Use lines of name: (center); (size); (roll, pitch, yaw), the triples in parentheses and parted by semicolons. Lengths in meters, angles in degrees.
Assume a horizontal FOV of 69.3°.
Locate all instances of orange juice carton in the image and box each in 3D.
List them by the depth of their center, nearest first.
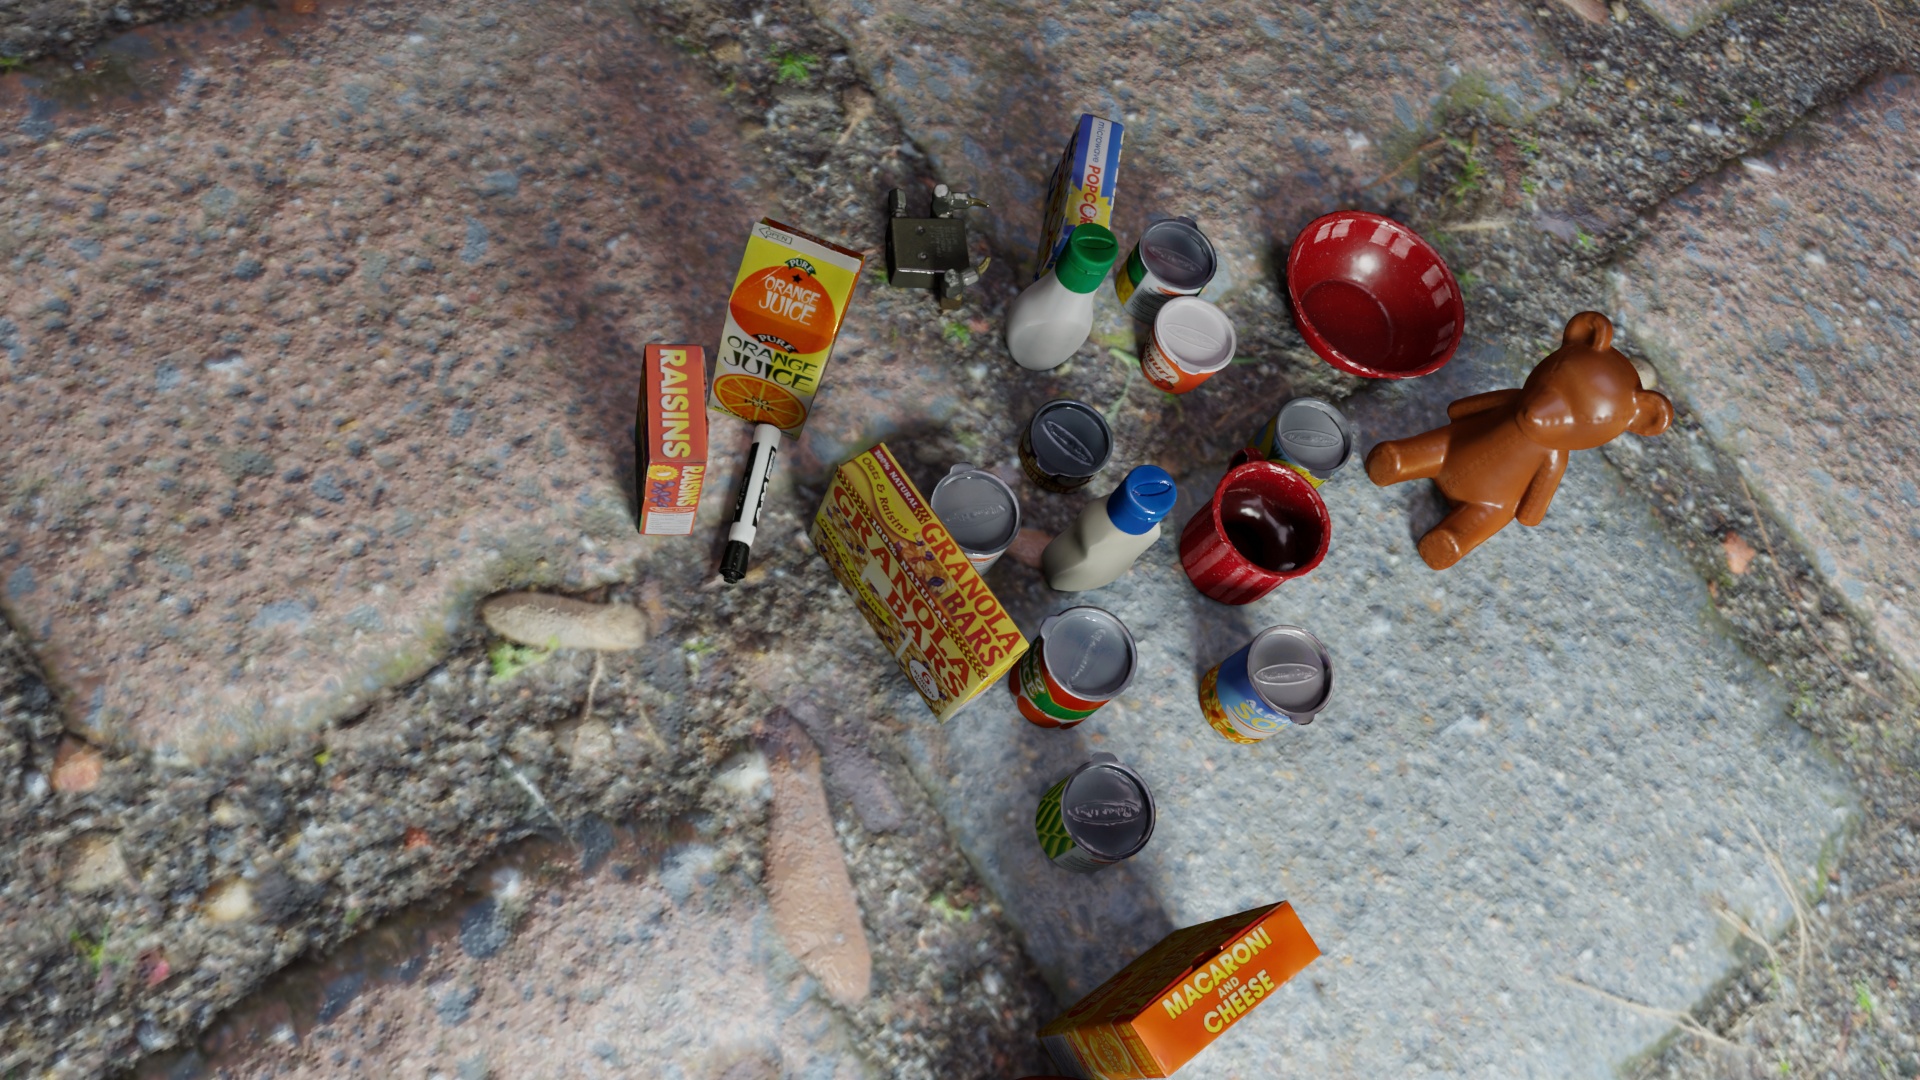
orange juice carton: (-0.118, -0.149, 0.940); (0.072, 0.192, 0.073); (20, 64, -7)

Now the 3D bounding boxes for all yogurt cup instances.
yogurt cup: (0.177, -0.152, 1.103); (0.072, 0.053, 0.072); (6, 66, -13)

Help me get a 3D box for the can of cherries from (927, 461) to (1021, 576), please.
can of cherries: (0.004, -0.012, 0.991); (0.071, 0.058, 0.072); (6, 66, -13)

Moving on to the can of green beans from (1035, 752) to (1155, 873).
can of green beans: (0.090, 0.186, 0.932); (0.071, 0.057, 0.071); (6, 66, -13)

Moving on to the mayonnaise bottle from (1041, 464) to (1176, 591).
mayonnaise bottle: (0.106, -0.007, 0.968); (0.065, 0.147, 0.041); (-8, 71, -19)

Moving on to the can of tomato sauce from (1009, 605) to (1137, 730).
can of tomato sauce: (0.074, 0.089, 0.955); (0.071, 0.082, 0.071); (6, 67, -13)

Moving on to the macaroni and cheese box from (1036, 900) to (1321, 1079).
macaroni and cheese box: (0.127, 0.276, 0.843); (0.124, 0.165, 0.040); (-28, 78, -24)

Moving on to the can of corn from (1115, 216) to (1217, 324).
can of corn: (0.166, -0.218, 1.125); (0.071, 0.058, 0.071); (6, 66, -13)

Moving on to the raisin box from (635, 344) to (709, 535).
raisin box: (-0.192, -0.064, 0.921); (0.040, 0.123, 0.086); (0, 68, -16)

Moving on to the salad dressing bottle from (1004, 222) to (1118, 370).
salad dressing bottle: (0.076, -0.180, 1.033); (0.064, 0.147, 0.044); (2, 68, -15)

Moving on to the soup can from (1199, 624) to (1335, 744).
soup can: (0.217, 0.107, 0.987); (0.071, 0.083, 0.071); (6, 67, -13)

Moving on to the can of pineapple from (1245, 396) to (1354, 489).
can of pineapple: (0.265, -0.070, 1.090); (0.071, 0.057, 0.071); (6, 66, -13)

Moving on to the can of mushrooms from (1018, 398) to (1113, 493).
can of mushrooms: (0.078, -0.070, 1.051); (0.071, 0.033, 0.071); (6, 66, -13)

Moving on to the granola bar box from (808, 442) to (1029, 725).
granola bar box: (-0.031, 0.031, 0.926); (0.039, 0.123, 0.166); (-31, 79, -25)

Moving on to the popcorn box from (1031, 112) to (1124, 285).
popcorn box: (0.094, -0.264, 1.109); (0.038, 0.085, 0.127); (15, 65, -9)
